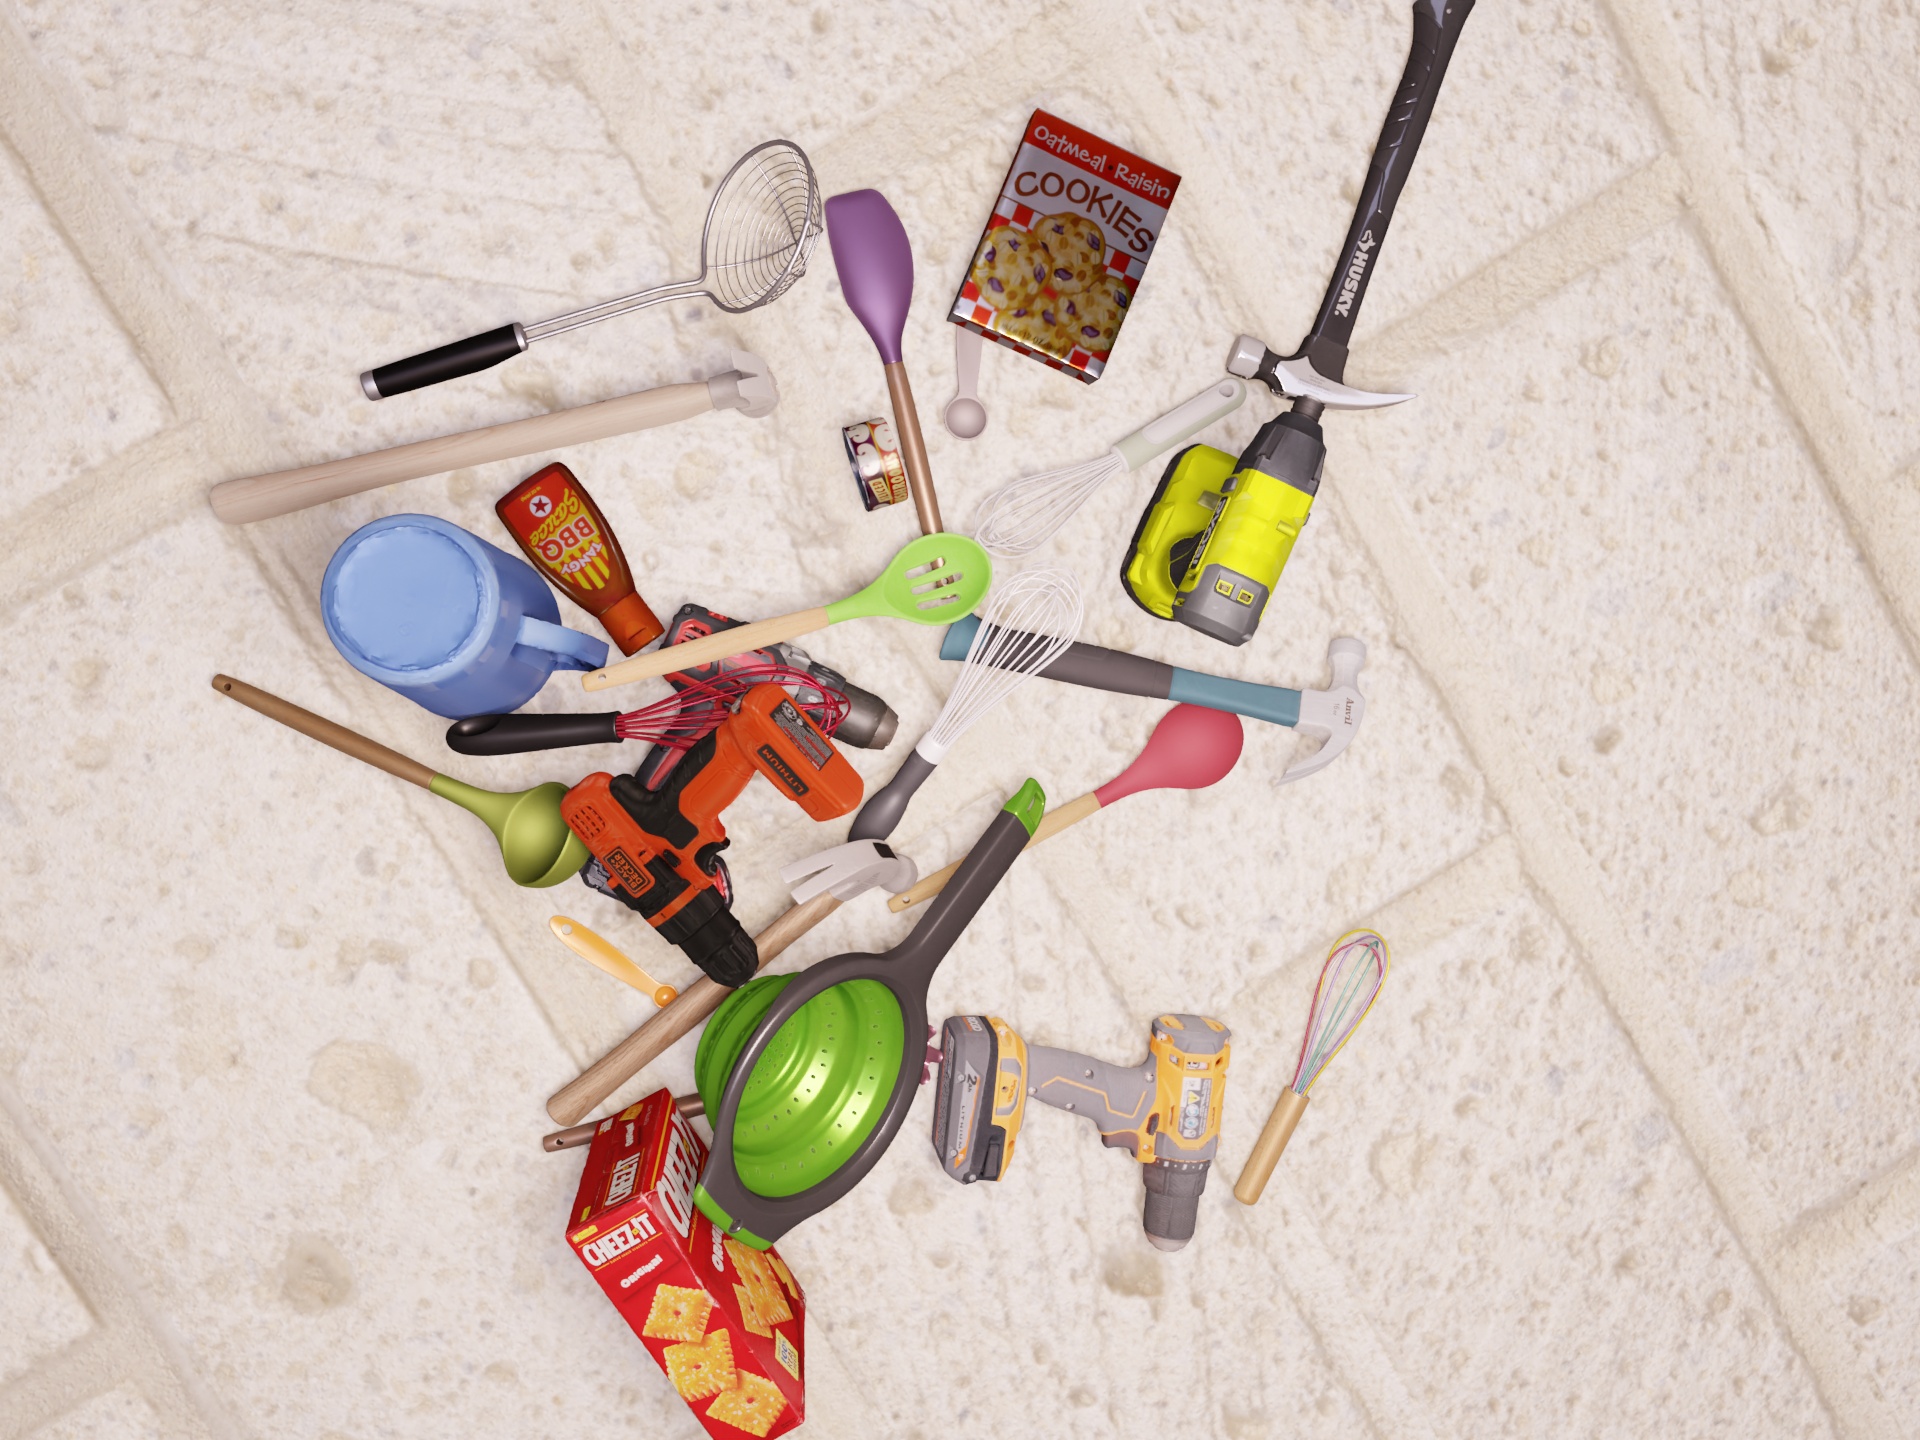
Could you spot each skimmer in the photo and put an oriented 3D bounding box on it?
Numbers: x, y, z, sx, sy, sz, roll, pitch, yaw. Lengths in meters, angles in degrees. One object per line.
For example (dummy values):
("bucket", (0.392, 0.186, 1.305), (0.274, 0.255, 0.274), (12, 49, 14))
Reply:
("skimmer", (-0.271, -0.316, 1.153), (0.363, 0.090, 0.127), (-18, 64, -1))

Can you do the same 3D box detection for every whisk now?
("whisk", (-0.223, 0.003, 1.129), (0.296, 0.073, 0.073), (-4, 95, 6))
("whisk", (-0.002, -0.005, 1.192), (0.070, 0.070, 0.284), (35, 110, -7))
("whisk", (0.116, -0.197, 1.223), (0.246, 0.059, 0.058), (-31, 69, -7))
("whisk", (0.279, 0.278, 1.280), (0.047, 0.051, 0.245), (27, 96, 14))

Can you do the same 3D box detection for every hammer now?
("hammer", (-0.183, 0.199, 1.202), (0.331, 0.130, 0.031), (-39, 67, 6))
("hammer", (-0.336, -0.200, 1.141), (0.410, 0.146, 0.038), (-13, 96, 0))
("hammer", (0.329, -0.402, 1.232), (0.146, 0.035, 0.335), (19, 92, -6))
("hammer", (0.149, -0.033, 1.230), (0.331, 0.033, 0.128), (12, 66, -2))

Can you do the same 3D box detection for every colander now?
("colander", (-0.078, 0.190, 1.182), (0.397, 0.095, 0.204), (-53, 139, -19))

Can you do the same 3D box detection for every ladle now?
("ladle", (-0.410, 0.033, 1.155), (0.320, 0.062, 0.078), (24, 86, 7))
("ladle", (0.084, 0.073, 1.249), (0.315, 0.031, 0.069), (-28, 92, -1))

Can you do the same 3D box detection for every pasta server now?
("pasta server", (-0.170, 0.289, 1.235), (0.316, 0.040, 0.060), (-14, 84, -3))

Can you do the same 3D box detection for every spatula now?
("spatula", (-0.043, -0.248, 1.216), (0.060, 0.018, 0.316), (-13, 95, -5))

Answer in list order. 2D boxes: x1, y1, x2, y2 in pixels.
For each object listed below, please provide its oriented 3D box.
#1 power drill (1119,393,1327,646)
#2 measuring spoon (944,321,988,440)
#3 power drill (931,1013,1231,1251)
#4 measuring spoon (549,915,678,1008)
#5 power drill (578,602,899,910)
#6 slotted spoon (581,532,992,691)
("power drill", (0.192, -0.143, 1.143), (0.080, 0.223, 0.171), (24, 92, -7))
("measuring spoon", (0.005, -0.275, 1.223), (0.034, 0.018, 0.124), (3, 87, -11))
("power drill", (0.095, 0.321, 1.244), (0.226, 0.084, 0.185), (5, 95, -10))
("measuring spoon", (-0.268, 0.186, 1.233), (0.117, 0.011, 0.021), (35, 91, -3))
("power drill", (-0.168, 0.045, 1.199), (0.188, 0.080, 0.227), (24, 88, -7))
("slotted spoon", (-0.124, -0.072, 1.168), (0.313, 0.031, 0.070), (-18, 82, -16))
